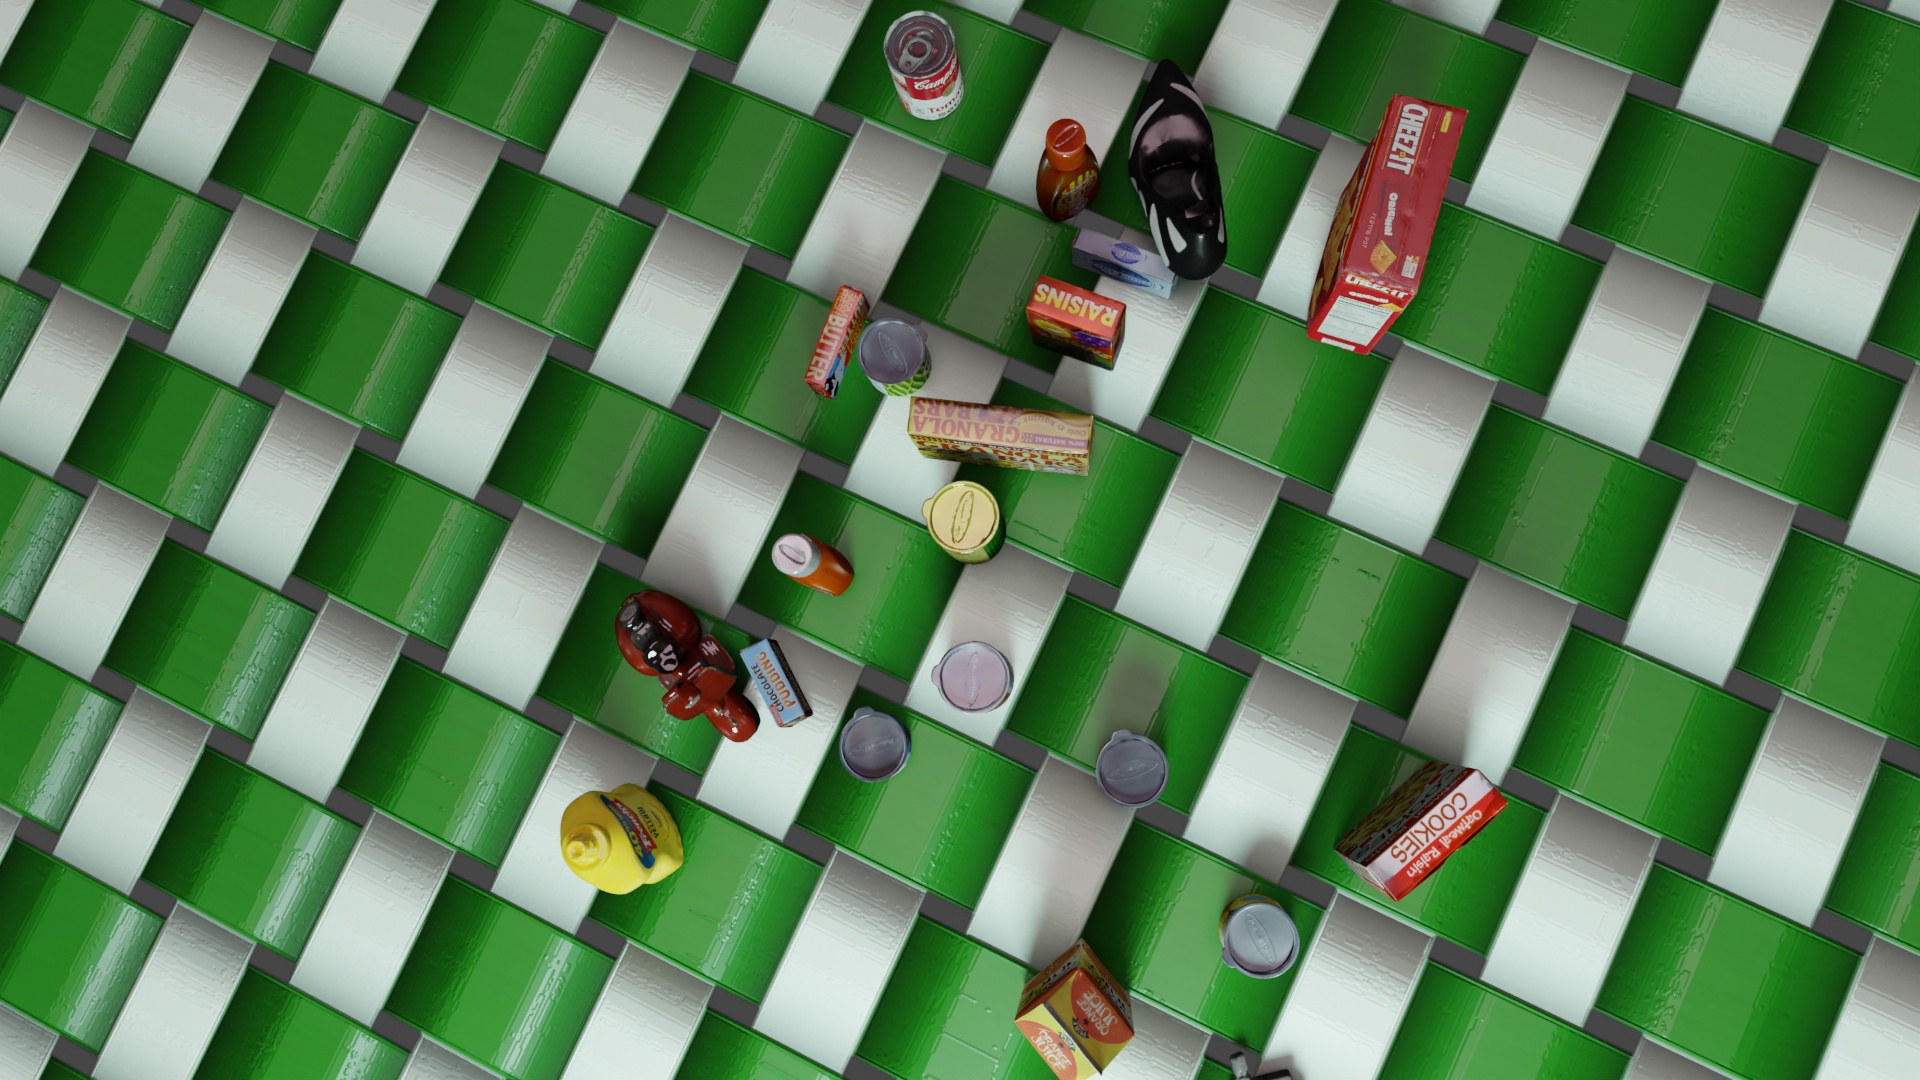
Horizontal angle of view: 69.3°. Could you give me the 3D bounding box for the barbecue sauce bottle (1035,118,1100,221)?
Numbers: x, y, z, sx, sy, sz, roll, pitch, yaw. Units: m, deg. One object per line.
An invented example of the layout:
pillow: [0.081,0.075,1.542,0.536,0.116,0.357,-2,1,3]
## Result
barbecue sauce bottle: [0.101,-0.352,1.311,0.065,0.148,0.044,-37,81,0]

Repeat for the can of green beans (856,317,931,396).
can of green beans: [-0.063,-0.177,1.350,0.071,0.058,0.071,-1,83,5]

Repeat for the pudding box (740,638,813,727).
pudding box: [-0.175,0.136,1.324,0.030,0.049,0.084,-28,81,2]

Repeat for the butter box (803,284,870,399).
butter box: [-0.120,-0.194,1.360,0.024,0.053,0.103,20,85,8]

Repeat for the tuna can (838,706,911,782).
tuna can: [-0.081,0.192,1.316,0.071,0.033,0.071,-1,83,5]

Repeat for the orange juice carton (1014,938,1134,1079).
orange juice carton: [0.098,0.406,1.190,0.073,0.192,0.072,-39,81,0]

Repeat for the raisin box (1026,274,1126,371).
raisin box: [0.109,-0.202,1.304,0.086,0.123,0.040,21,86,8]

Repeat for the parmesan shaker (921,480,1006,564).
parmesan shaker: [0.005,-0.016,1.299,0.071,0.103,0.071,-1,83,6]

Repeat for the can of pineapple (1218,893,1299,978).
can of pineapple: [0.266,0.355,1.249,0.071,0.058,0.071,-1,83,5]

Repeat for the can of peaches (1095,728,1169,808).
can of peaches: [0.157,0.208,1.278,0.071,0.058,0.071,-1,83,5]

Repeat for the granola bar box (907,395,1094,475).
granola bar box: [0.040,-0.095,1.296,0.166,0.124,0.039,7,84,6]

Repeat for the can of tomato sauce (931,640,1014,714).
can of tomato sauce: [0.013,0.129,1.290,0.071,0.083,0.071,-1,83,6]

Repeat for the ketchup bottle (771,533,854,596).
ketchup bottle: [-0.140,0.019,1.285,0.065,0.148,0.043,35,88,9]

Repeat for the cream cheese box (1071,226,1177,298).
cream cheese box: [0.160,-0.268,1.343,0.104,0.053,0.024,22,86,8]

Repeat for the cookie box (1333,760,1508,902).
cookie box: [0.392,0.247,1.195,0.123,0.167,0.040,-42,81,0]
